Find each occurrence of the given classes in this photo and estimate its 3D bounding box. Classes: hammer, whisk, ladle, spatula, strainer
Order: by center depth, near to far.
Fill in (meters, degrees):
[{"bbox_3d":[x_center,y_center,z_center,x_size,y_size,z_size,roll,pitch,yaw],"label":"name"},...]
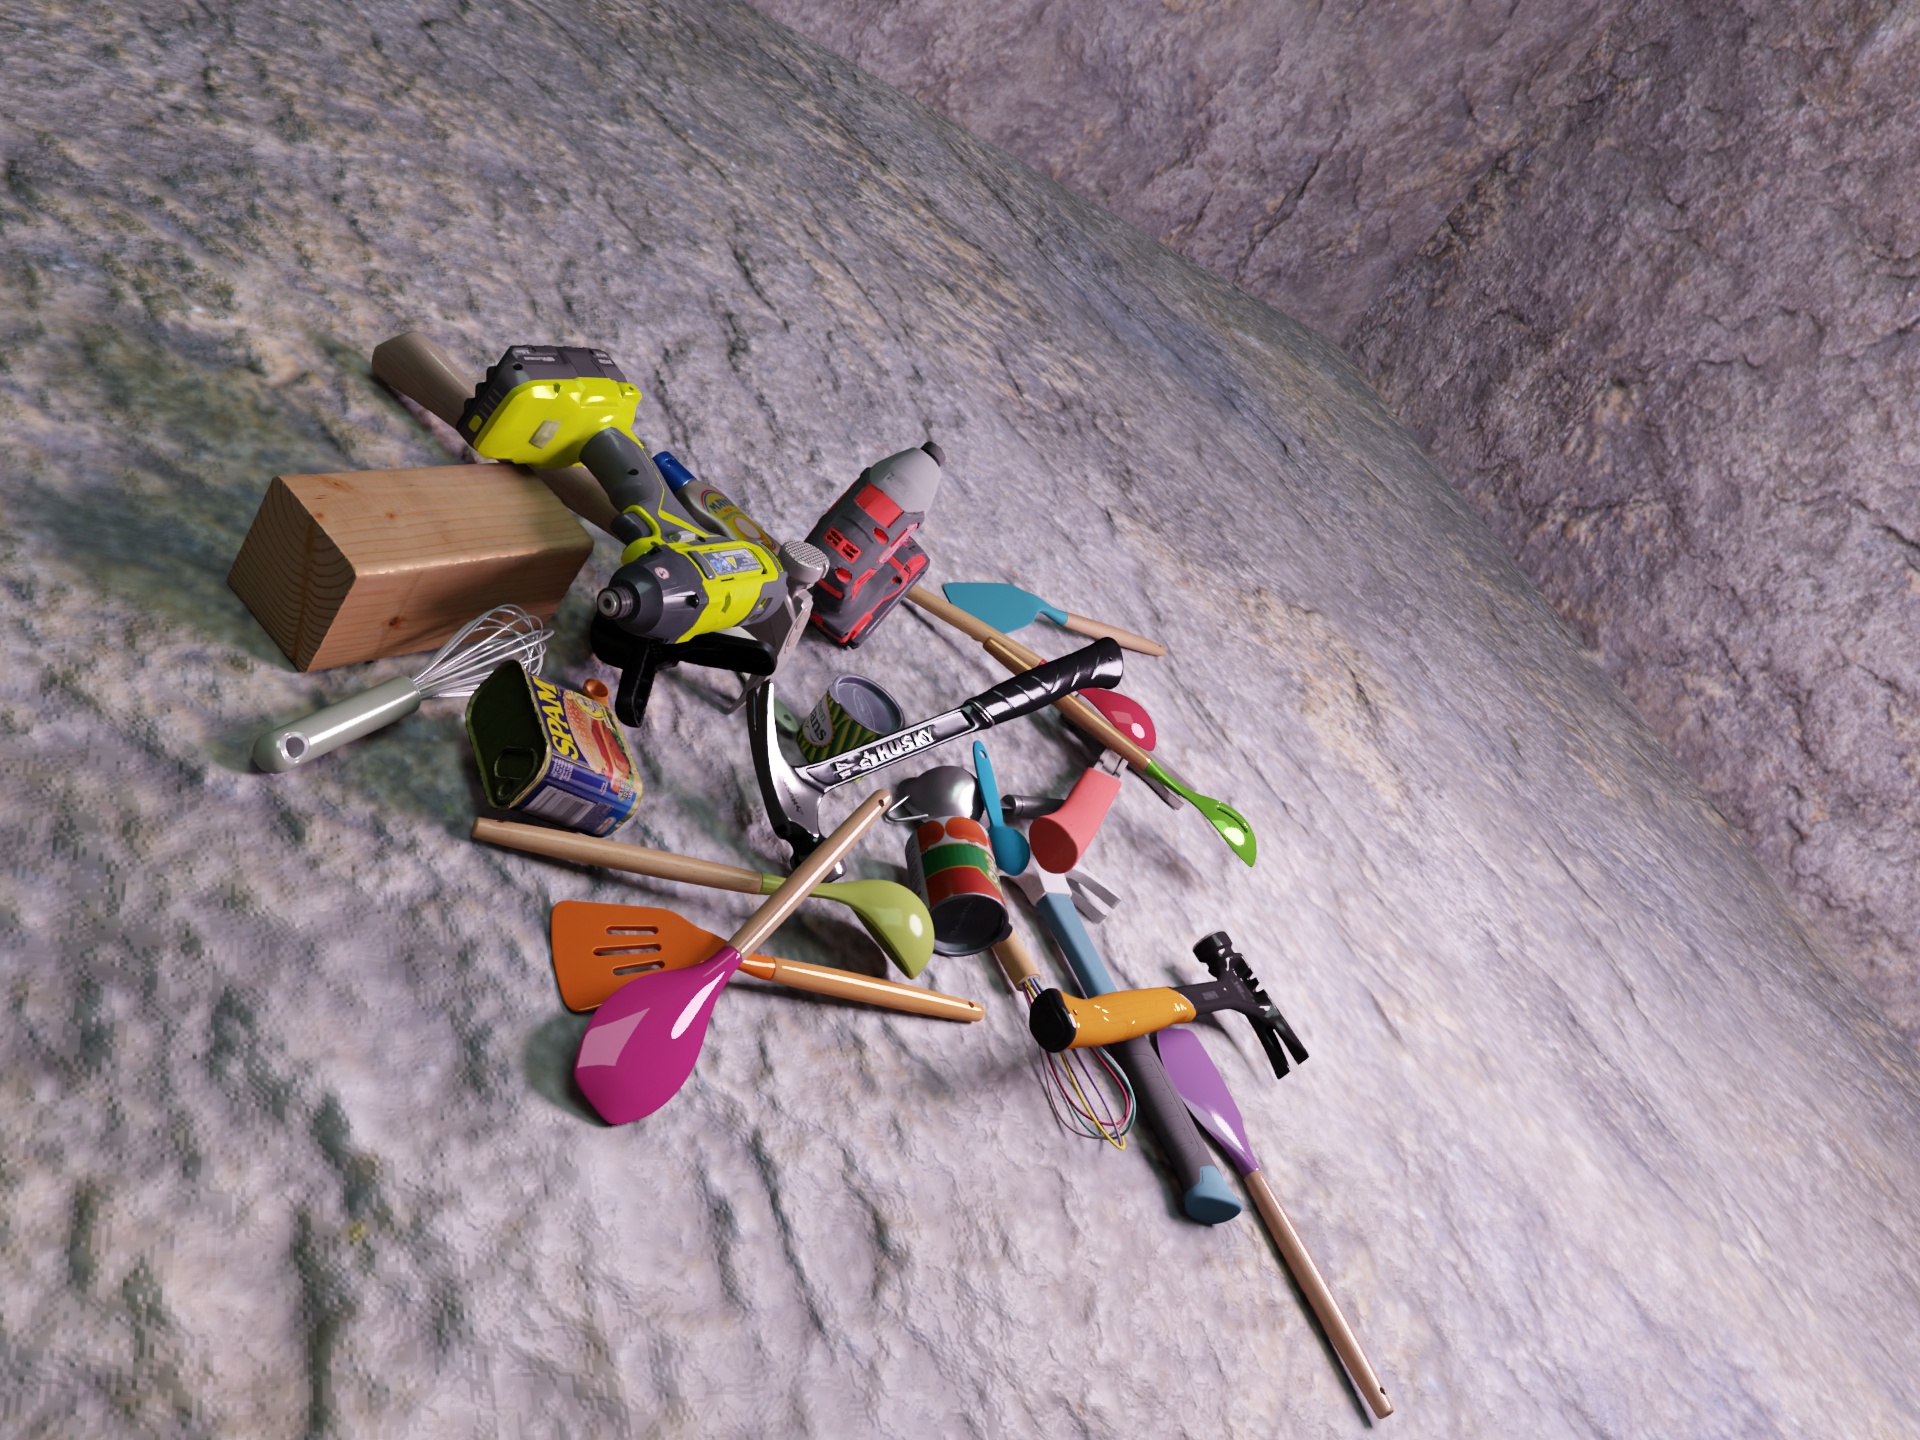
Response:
[{"bbox_3d":[-0.344,-0.019,1.001,0.246,0.059,0.057,-38,116,-57],"label":"whisk"},{"bbox_3d":[-0.110,0.169,1.029,0.322,0.041,0.081,20,35,-39],"label":"spatula"},{"bbox_3d":[-0.160,0.113,1.035,0.320,0.062,0.078,15,5,-25],"label":"ladle"},{"bbox_3d":[0.059,0.205,1.153,0.047,0.051,0.245,5,40,-38],"label":"whisk"},{"bbox_3d":[0.224,0.354,1.158,0.059,0.018,0.316,9,39,-39],"label":"spatula"},{"bbox_3d":[0.152,0.219,1.172,0.336,0.034,0.127,8,44,-56],"label":"hammer"},{"bbox_3d":[0.116,0.226,1.200,0.128,0.033,0.331,10,40,-41],"label":"hammer"},{"bbox_3d":[-0.294,-0.169,1.230,0.411,0.146,0.038,34,28,11],"label":"hammer"},{"bbox_3d":[-0.002,-0.004,1.247,0.409,0.036,0.149,-23,88,-45],"label":"hammer"},{"bbox_3d":[0.037,0.068,1.330,0.258,0.050,0.087,8,26,-49],"label":"strainer"},{"bbox_3d":[0.124,0.067,1.380,0.149,0.036,0.359,40,19,2],"label":"hammer"},{"bbox_3d":[0.052,-0.064,1.494,0.315,0.031,0.069,31,17,9],"label":"ladle"},{"bbox_3d":[0.115,-0.096,1.673,0.317,0.044,0.082,13,37,-47],"label":"spatula"}]

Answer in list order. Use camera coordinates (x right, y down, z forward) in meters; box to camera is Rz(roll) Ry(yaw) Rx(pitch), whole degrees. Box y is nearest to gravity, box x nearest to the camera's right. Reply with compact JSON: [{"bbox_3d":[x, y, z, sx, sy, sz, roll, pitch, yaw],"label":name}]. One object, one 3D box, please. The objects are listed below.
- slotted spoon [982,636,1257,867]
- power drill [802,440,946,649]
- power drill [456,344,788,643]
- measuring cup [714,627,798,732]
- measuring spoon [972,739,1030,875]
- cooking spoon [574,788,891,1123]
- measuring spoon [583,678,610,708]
[{"bbox_3d":[0.147,0.024,1.426,0.314,0.031,0.070,37,14,-1],"label":"slotted spoon"},{"bbox_3d":[-0.073,-0.145,1.303,0.078,0.143,0.219,40,-12,1],"label":"power drill"},{"bbox_3d":[-0.236,-0.151,1.093,0.223,0.080,0.171,50,27,11],"label":"power drill"},{"bbox_3d":[-0.168,-0.060,1.268,0.083,0.038,0.168,-3,47,-51],"label":"measuring cup"},{"bbox_3d":[0.032,0.063,1.256,0.042,0.021,0.129,25,40,-42],"label":"measuring spoon"},{"bbox_3d":[-0.127,0.130,0.983,0.068,0.017,0.319,56,41,-11],"label":"cooking spoon"},{"bbox_3d":[-0.245,0.017,1.103,0.021,0.011,0.117,13,41,-40],"label":"measuring spoon"}]
